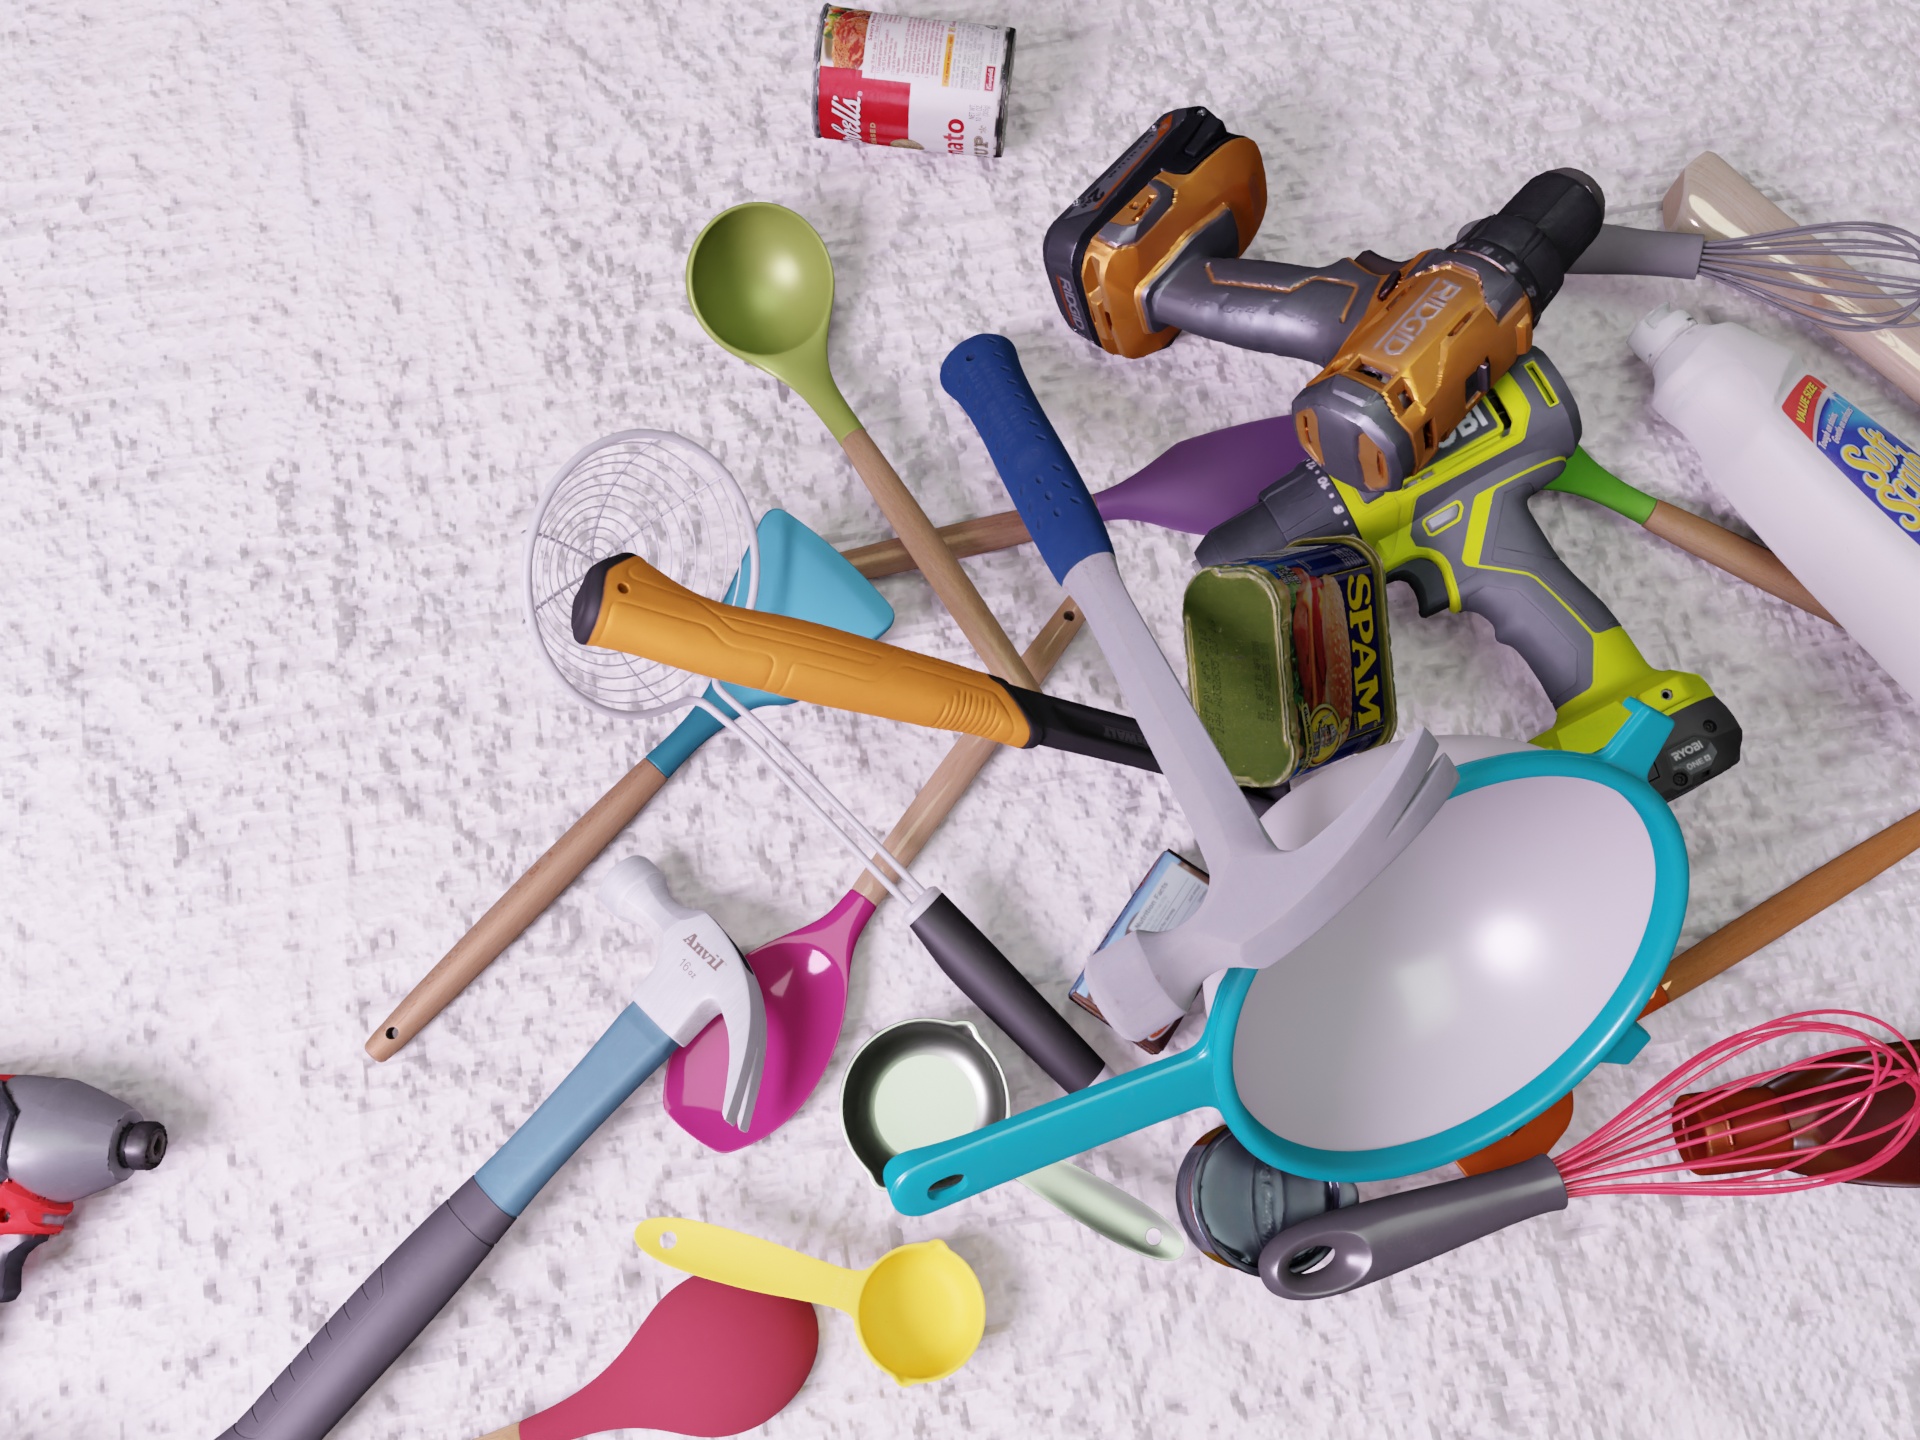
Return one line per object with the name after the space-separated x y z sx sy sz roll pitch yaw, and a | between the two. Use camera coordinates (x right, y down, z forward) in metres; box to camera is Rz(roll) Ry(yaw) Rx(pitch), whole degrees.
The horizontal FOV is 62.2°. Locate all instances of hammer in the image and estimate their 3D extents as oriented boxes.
0.537 -0.157 0.819 0.146 0.038 0.411 -41 78 -12 | hammer
0.063 -0.059 0.676 0.144 0.035 0.406 -35 41 12 | hammer
-0.214 0.218 0.697 0.128 0.033 0.331 38 78 23 | hammer
-0.001 -0.002 0.690 0.336 0.034 0.127 15 54 -21 | hammer

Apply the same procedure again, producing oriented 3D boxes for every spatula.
0.347 0.112 0.738 0.322 0.041 0.081 -28 69 -9 | spatula
-0.165 0.038 0.754 0.082 0.044 0.317 42 79 3 | spatula
0.045 -0.100 0.808 0.316 0.018 0.060 -13 79 -5 | spatula

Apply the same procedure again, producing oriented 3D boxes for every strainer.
0.122 0.103 0.648 0.340 0.210 0.095 -20 36 -7 | strainer

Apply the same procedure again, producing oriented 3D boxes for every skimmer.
-0.049 0.031 0.704 0.363 0.090 0.127 46 58 0 | skimmer

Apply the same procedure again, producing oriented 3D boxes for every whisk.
0.264 0.186 0.660 0.296 0.073 0.073 -16 75 -4 | whisk
0.376 -0.234 0.814 0.239 0.055 0.055 13 74 21 | whisk

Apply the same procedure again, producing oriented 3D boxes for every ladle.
-0.039 -0.125 0.780 0.078 0.062 0.320 -28 71 -15 | ladle
-0.211 0.318 0.684 0.315 0.031 0.069 -22 69 -5 | ladle

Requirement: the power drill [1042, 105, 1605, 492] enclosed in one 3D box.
0.176 -0.224 0.772 0.226 0.084 0.185 36 76 34 | power drill

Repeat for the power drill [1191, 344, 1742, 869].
0.237 -0.043 0.757 0.190 0.080 0.229 -28 75 8 | power drill

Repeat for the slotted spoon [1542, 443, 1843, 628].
0.374 -0.096 0.806 0.314 0.031 0.070 29 74 6 | slotted spoon

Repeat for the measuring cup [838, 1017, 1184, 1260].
0.023 0.196 0.715 0.167 0.038 0.083 29 76 5 | measuring cup

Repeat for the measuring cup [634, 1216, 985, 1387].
-0.066 0.245 0.695 0.156 0.029 0.062 17 66 -1 | measuring cup

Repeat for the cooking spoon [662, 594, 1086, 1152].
-0.031 0.064 0.760 0.069 0.017 0.319 34 77 11 | cooking spoon

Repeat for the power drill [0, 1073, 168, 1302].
-0.425 0.261 0.674 0.143 0.078 0.220 2 71 -1 | power drill
